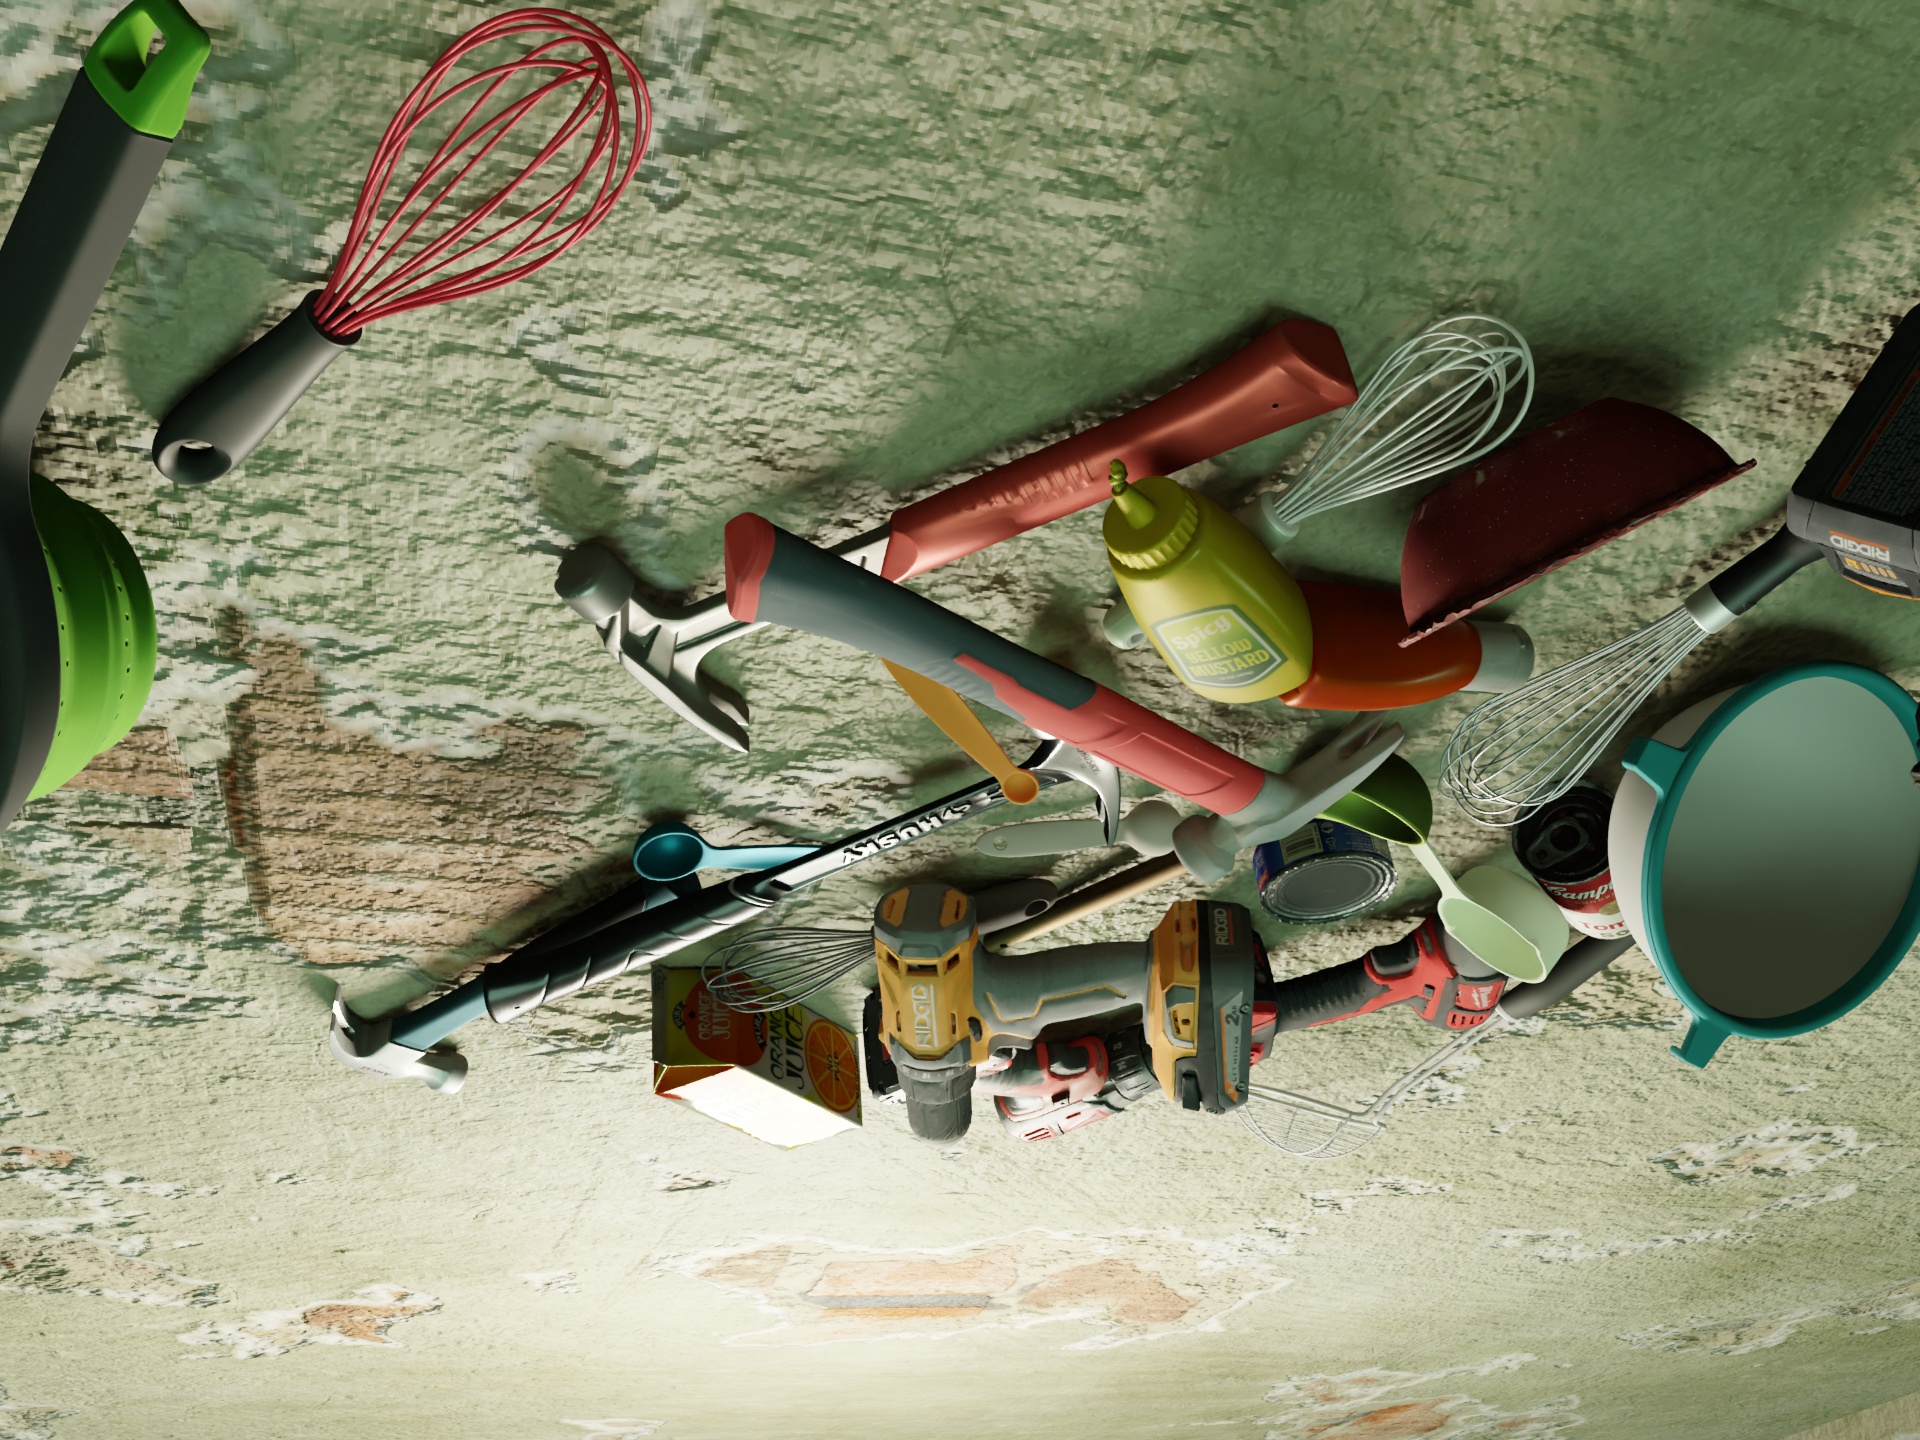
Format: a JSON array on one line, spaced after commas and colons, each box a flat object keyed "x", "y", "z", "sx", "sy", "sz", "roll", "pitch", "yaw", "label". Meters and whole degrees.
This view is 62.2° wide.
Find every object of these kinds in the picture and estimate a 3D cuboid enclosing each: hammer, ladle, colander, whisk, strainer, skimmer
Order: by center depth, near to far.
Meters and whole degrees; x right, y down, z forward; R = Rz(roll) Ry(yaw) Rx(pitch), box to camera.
[{"x": -0.216, "y": -0.155, "z": 0.576, "sx": 0.296, "sy": 0.073, "sz": 0.073, "roll": -25, "pitch": 141, "yaw": 34, "label": "whisk"}, {"x": -0.348, "y": -0.091, "z": 0.609, "sx": 0.397, "sy": 0.205, "sz": 0.094, "roll": -48, "pitch": 163, "yaw": 24, "label": "colander"}, {"x": 0.150, "y": -0.097, "z": 0.715, "sx": 0.057, "sy": 0.059, "sz": 0.246, "roll": -10, "pitch": 161, "yaw": -46, "label": "whisk"}, {"x": 0.004, "y": -0.084, "z": 0.718, "sx": 0.359, "sy": 0.037, "sz": 0.149, "roll": -20, "pitch": 142, "yaw": 19, "label": "hammer"}, {"x": 0.055, "y": -0.019, "z": 0.756, "sx": 0.386, "sy": 0.038, "sz": 0.143, "roll": 24, "pitch": 126, "yaw": -40, "label": "hammer"}, {"x": 0.361, "y": -0.038, "z": 0.820, "sx": 0.070, "sy": 0.070, "sz": 0.284, "roll": 20, "pitch": 132, "yaw": -31, "label": "whisk"}, {"x": -0.098, "y": 0.091, "z": 0.911, "sx": 0.409, "sy": 0.036, "sz": 0.149, "roll": -23, "pitch": 142, "yaw": 12, "label": "hammer"}, {"x": 0.498, "y": 0.043, "z": 0.914, "sx": 0.340, "sy": 0.095, "sz": 0.211, "roll": -21, "pitch": 106, "yaw": -16, "label": "strainer"}, {"x": 0.137, "y": 0.095, "z": 0.971, "sx": 0.320, "sy": 0.062, "sz": 0.078, "roll": -28, "pitch": 132, "yaw": 32, "label": "ladle"}, {"x": -0.053, "y": 0.139, "z": 1.017, "sx": 0.239, "sy": 0.055, "sz": 0.055, "roll": -17, "pitch": 143, "yaw": 7, "label": "whisk"}, {"x": -0.287, "y": 0.166, "z": 1.028, "sx": 0.331, "sy": 0.033, "sz": 0.128, "roll": -29, "pitch": 139, "yaw": 29, "label": "hammer"}, {"x": 0.357, "y": 0.230, "z": 1.211, "sx": 0.127, "sy": 0.090, "sz": 0.363, "roll": 25, "pitch": 124, "yaw": -31, "label": "skimmer"}]

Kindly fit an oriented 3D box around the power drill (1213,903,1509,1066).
[{"x": 0.265, "y": 0.172, "z": 1.080, "sx": 0.219, "sy": 0.079, "sz": 0.143, "roll": -9, "pitch": 144, "yaw": 0, "label": "power drill"}]

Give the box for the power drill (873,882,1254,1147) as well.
[{"x": 0.062, "y": 0.191, "z": 0.978, "sx": 0.226, "sy": 0.084, "sz": 0.185, "roll": 1, "pitch": 119, "yaw": 7, "label": "power drill"}]

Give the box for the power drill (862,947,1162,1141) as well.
[{"x": 0.061, "y": 0.235, "z": 1.139, "sx": 0.188, "sy": 0.080, "sz": 0.226, "roll": -29, "pitch": 141, "yaw": 29, "label": "power drill"}]

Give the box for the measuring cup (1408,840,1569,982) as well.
[{"x": 0.309, "y": 0.089, "z": 0.969, "sx": 0.167, "sy": 0.038, "sz": 0.083, "roll": 50, "pitch": 164, "yaw": -13, "label": "measuring cup"}]

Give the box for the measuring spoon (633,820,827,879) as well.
[{"x": -0.132, "y": 0.074, "z": 0.941, "sx": 0.128, "sy": 0.021, "sz": 0.042, "roll": 3, "pitch": 133, "yaw": -28, "label": "measuring spoon"}]

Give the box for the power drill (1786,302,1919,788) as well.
[{"x": 0.460, "y": -0.066, "z": 0.716, "sx": 0.226, "sy": 0.084, "sz": 0.164, "roll": 31, "pitch": 93, "yaw": -39, "label": "power drill"}]

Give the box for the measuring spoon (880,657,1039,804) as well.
[{"x": -0.001, "y": -0.003, "z": 0.808, "sx": 0.021, "sy": 0.011, "sz": 0.117, "roll": -39, "pitch": 100, "yaw": 25, "label": "measuring spoon"}]

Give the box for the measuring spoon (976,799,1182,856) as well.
[{"x": 0.070, "y": 0.070, "z": 0.945, "sx": 0.124, "sy": 0.034, "sz": 0.018, "roll": -6, "pitch": -171, "yaw": 6, "label": "measuring spoon"}]
